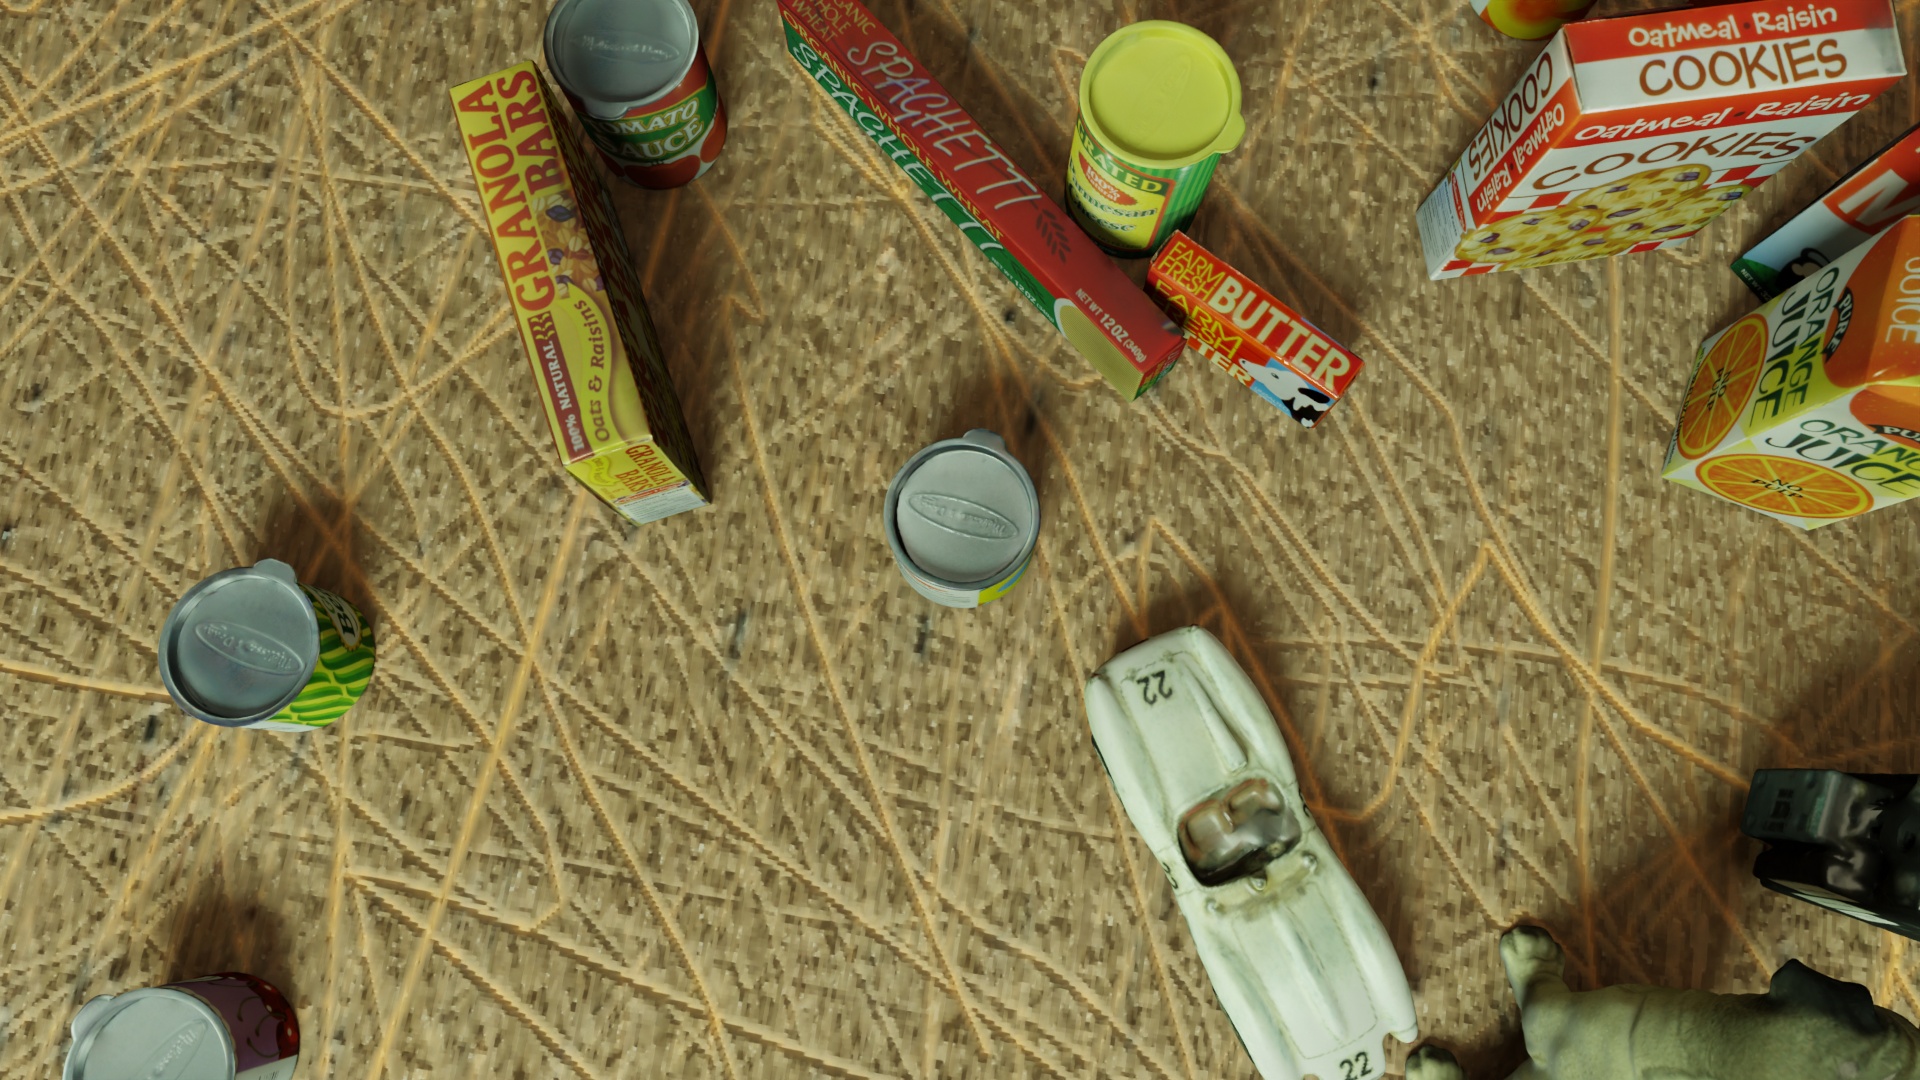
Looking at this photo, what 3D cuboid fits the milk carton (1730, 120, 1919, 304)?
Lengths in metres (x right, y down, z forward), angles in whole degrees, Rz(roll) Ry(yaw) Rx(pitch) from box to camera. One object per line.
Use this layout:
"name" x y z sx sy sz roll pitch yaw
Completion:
"milk carton" 0.414 -0.143 0.568 0.073 0.190 0.072 -37 82 -6

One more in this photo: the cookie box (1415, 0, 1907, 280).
"cookie box" 0.281 -0.165 0.584 0.123 0.167 0.040 -8 80 -1

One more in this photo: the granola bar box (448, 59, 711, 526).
"granola bar box" -0.159 -0.097 0.592 0.039 0.124 0.165 -19 80 -3

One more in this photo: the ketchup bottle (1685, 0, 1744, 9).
"ketchup bottle" 0.378 -0.253 0.611 0.043 0.148 0.065 -27 81 -5

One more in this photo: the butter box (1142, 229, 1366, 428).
"butter box" 0.129 -0.094 0.628 0.103 0.053 0.024 37 82 7

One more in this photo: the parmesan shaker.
"parmesan shaker" 0.084 -0.172 0.618 0.071 0.103 0.071 0 79 0

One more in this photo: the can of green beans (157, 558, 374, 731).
"can of green beans" -0.296 0.048 0.597 0.071 0.057 0.071 0 79 0

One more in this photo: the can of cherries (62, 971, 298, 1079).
"can of cherries" -0.316 0.210 0.565 0.071 0.058 0.071 0 79 0

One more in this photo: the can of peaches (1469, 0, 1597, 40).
"can of peaches" 0.284 -0.282 0.662 0.071 0.058 0.071 0 79 0

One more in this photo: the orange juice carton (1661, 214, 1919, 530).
"orange juice carton" 0.368 -0.065 0.552 0.073 0.192 0.072 21 80 4

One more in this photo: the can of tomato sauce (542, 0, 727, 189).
"can of tomato sauce" -0.145 -0.206 0.634 0.071 0.083 0.071 0 79 0

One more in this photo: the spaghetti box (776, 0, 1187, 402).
"spaghetti box" 0.006 -0.166 0.643 0.029 0.050 0.250 -42 82 -7

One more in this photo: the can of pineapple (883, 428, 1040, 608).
"can of pineapple" 0.002 -0.008 0.608 0.071 0.057 0.071 0 79 0
